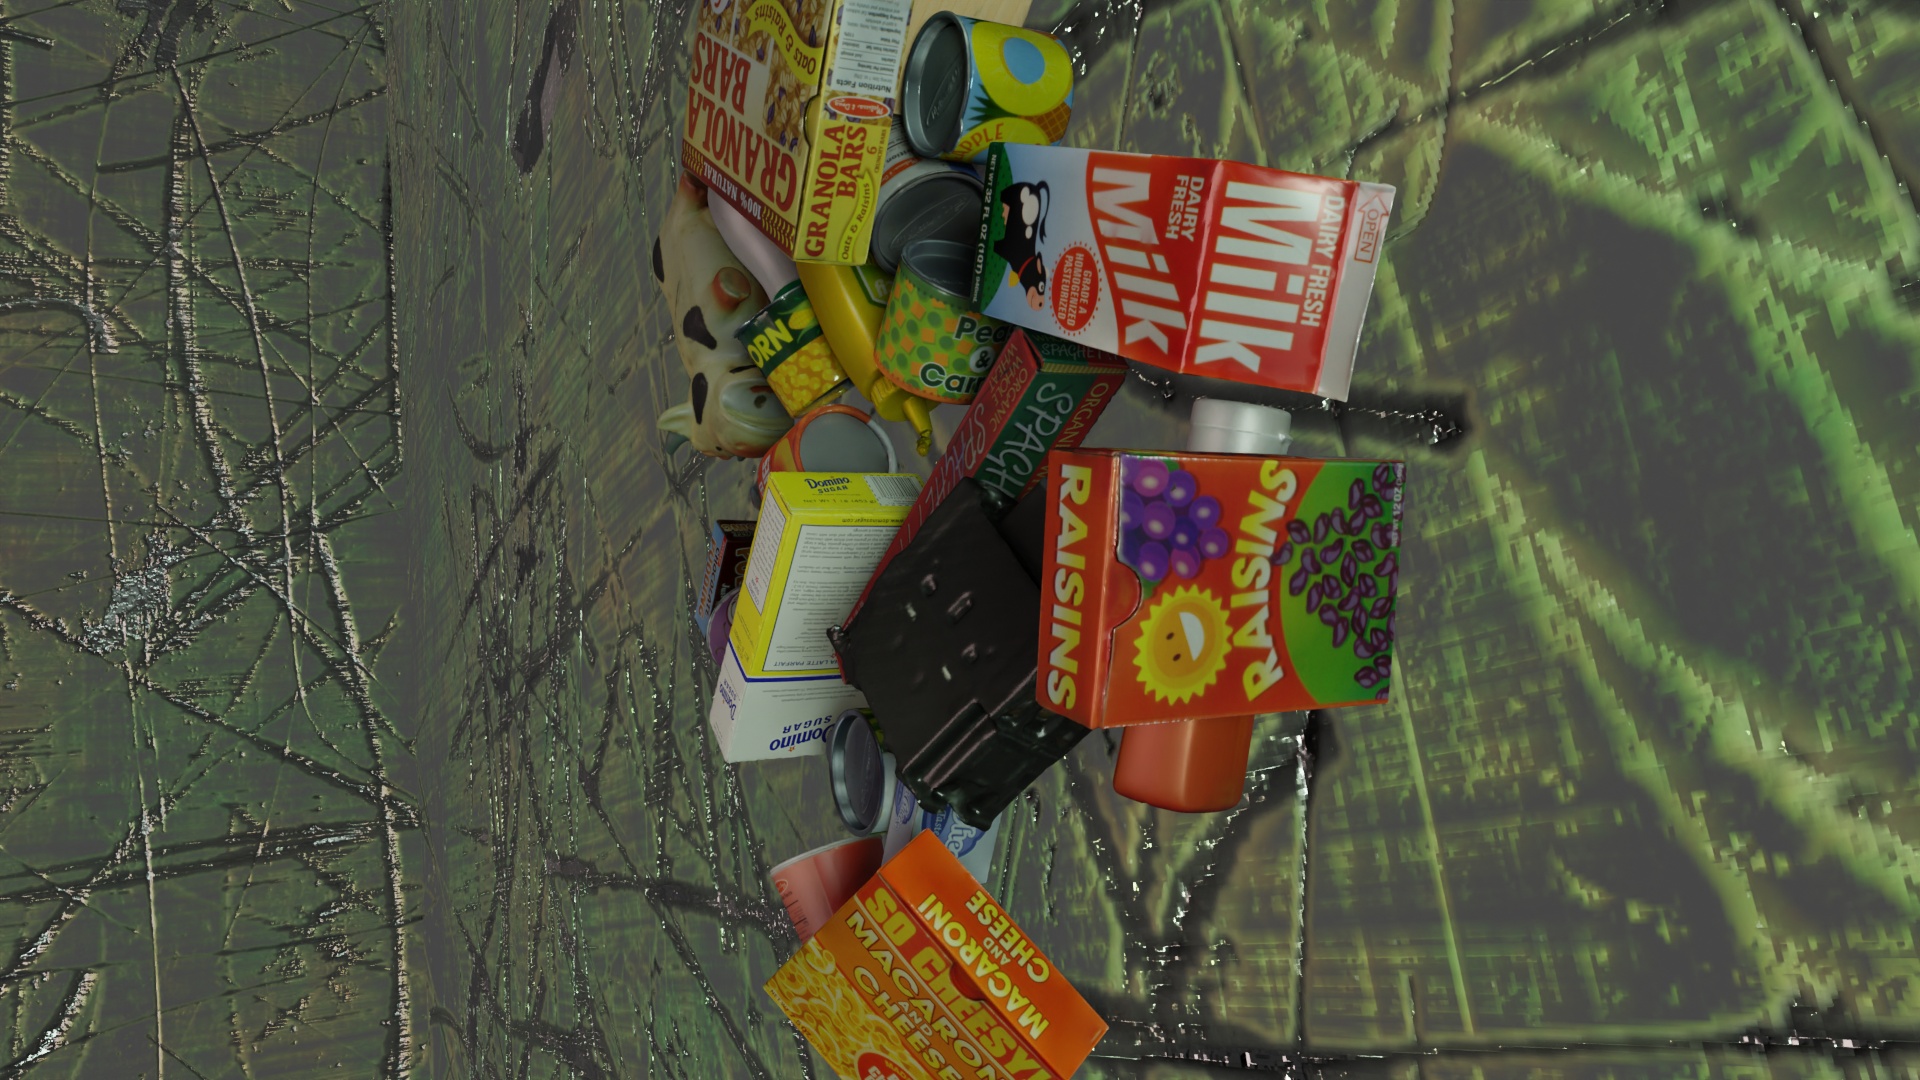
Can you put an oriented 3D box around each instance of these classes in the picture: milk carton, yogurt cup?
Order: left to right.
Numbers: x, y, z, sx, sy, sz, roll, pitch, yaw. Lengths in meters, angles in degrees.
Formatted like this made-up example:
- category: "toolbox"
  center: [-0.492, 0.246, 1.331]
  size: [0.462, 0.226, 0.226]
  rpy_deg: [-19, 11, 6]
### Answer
- category: "yogurt cup"
  center: [-0.070, 0.204, 0.799]
  size: [0.072, 0.072, 0.054]
  rpy_deg: [-44, 62, 52]
- category: "milk carton"
  center: [0.083, -0.104, 0.515]
  size: [0.191, 0.073, 0.072]
  rpy_deg: [32, 117, 56]

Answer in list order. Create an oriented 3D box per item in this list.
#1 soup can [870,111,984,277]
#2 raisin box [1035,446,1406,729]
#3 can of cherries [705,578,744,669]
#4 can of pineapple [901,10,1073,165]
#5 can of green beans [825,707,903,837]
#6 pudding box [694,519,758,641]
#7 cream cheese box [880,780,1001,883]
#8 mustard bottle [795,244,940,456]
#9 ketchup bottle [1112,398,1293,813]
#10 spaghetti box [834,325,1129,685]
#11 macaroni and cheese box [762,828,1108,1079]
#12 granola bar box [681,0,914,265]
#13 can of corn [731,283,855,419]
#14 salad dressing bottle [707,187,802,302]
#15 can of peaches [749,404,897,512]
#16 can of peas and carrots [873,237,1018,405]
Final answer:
- category: "soup can"
  center: [-0.026, -0.183, 0.718]
  size: [0.071, 0.071, 0.084]
  rpy_deg: [-64, 38, 38]
- category: "raisin box"
  center: [0.087, 0.014, 0.457]
  size: [0.040, 0.123, 0.086]
  rpy_deg: [14, 102, 60]
- category: "can of cherries"
  center: [-0.121, 0.062, 0.882]
  size: [0.058, 0.071, 0.071]
  rpy_deg: [23, 110, 58]
- category: "can of pineapple"
  center: [0.012, -0.209, 0.655]
  size: [0.071, 0.058, 0.071]
  rpy_deg: [2, 92, 61]
- category: "can of green beans"
  center: [-0.030, 0.119, 0.731]
  size: [0.071, 0.058, 0.071]
  rpy_deg: [2, 92, 60]
- category: "pudding box"
  center: [-0.148, 0.028, 0.948]
  size: [0.030, 0.050, 0.083]
  rpy_deg: [53, 134, 49]
- category: "cream cheese box"
  center: [-0.004, 0.124, 0.691]
  size: [0.024, 0.053, 0.103]
  rpy_deg: [37, 122, 52]
- category: "mustard bottle"
  center: [-0.040, -0.115, 0.748]
  size: [0.048, 0.065, 0.161]
  rpy_deg: [-49, 55, 48]
- category: "ketchup bottle"
  center: [0.093, 0.023, 0.515]
  size: [0.043, 0.065, 0.148]
  rpy_deg: [11, 92, 30]
- category: "spaghetti box"
  center: [0.002, -0.009, 0.682]
  size: [0.248, 0.050, 0.029]
  rpy_deg: [-58, 44, 43]
- category: "macaroni and cheese box"
  center: [-0.019, 0.228, 0.676]
  size: [0.124, 0.040, 0.165]
  rpy_deg: [46, 138, 9]
- category: "granola bar box"
  center: [-0.084, -0.216, 0.660]
  size: [0.166, 0.039, 0.123]
  rpy_deg: [45, 129, 50]
- category: "can of corn"
  center: [-0.087, -0.110, 0.801]
  size: [0.058, 0.071, 0.071]
  rpy_deg: [56, 146, -1]
- category: "salad dressing bottle"
  center: [-0.115, -0.182, 0.882]
  size: [0.043, 0.064, 0.148]
  rpy_deg: [-46, 58, 39]
- category: "can of peaches"
  center: [-0.079, -0.038, 0.805]
  size: [0.058, 0.071, 0.071]
  rpy_deg: [-32, 63, 55]
- category: "can of peas and carrots"
  center: [-0.003, -0.105, 0.675]
  size: [0.071, 0.071, 0.058]
  rpy_deg: [57, 138, 44]
